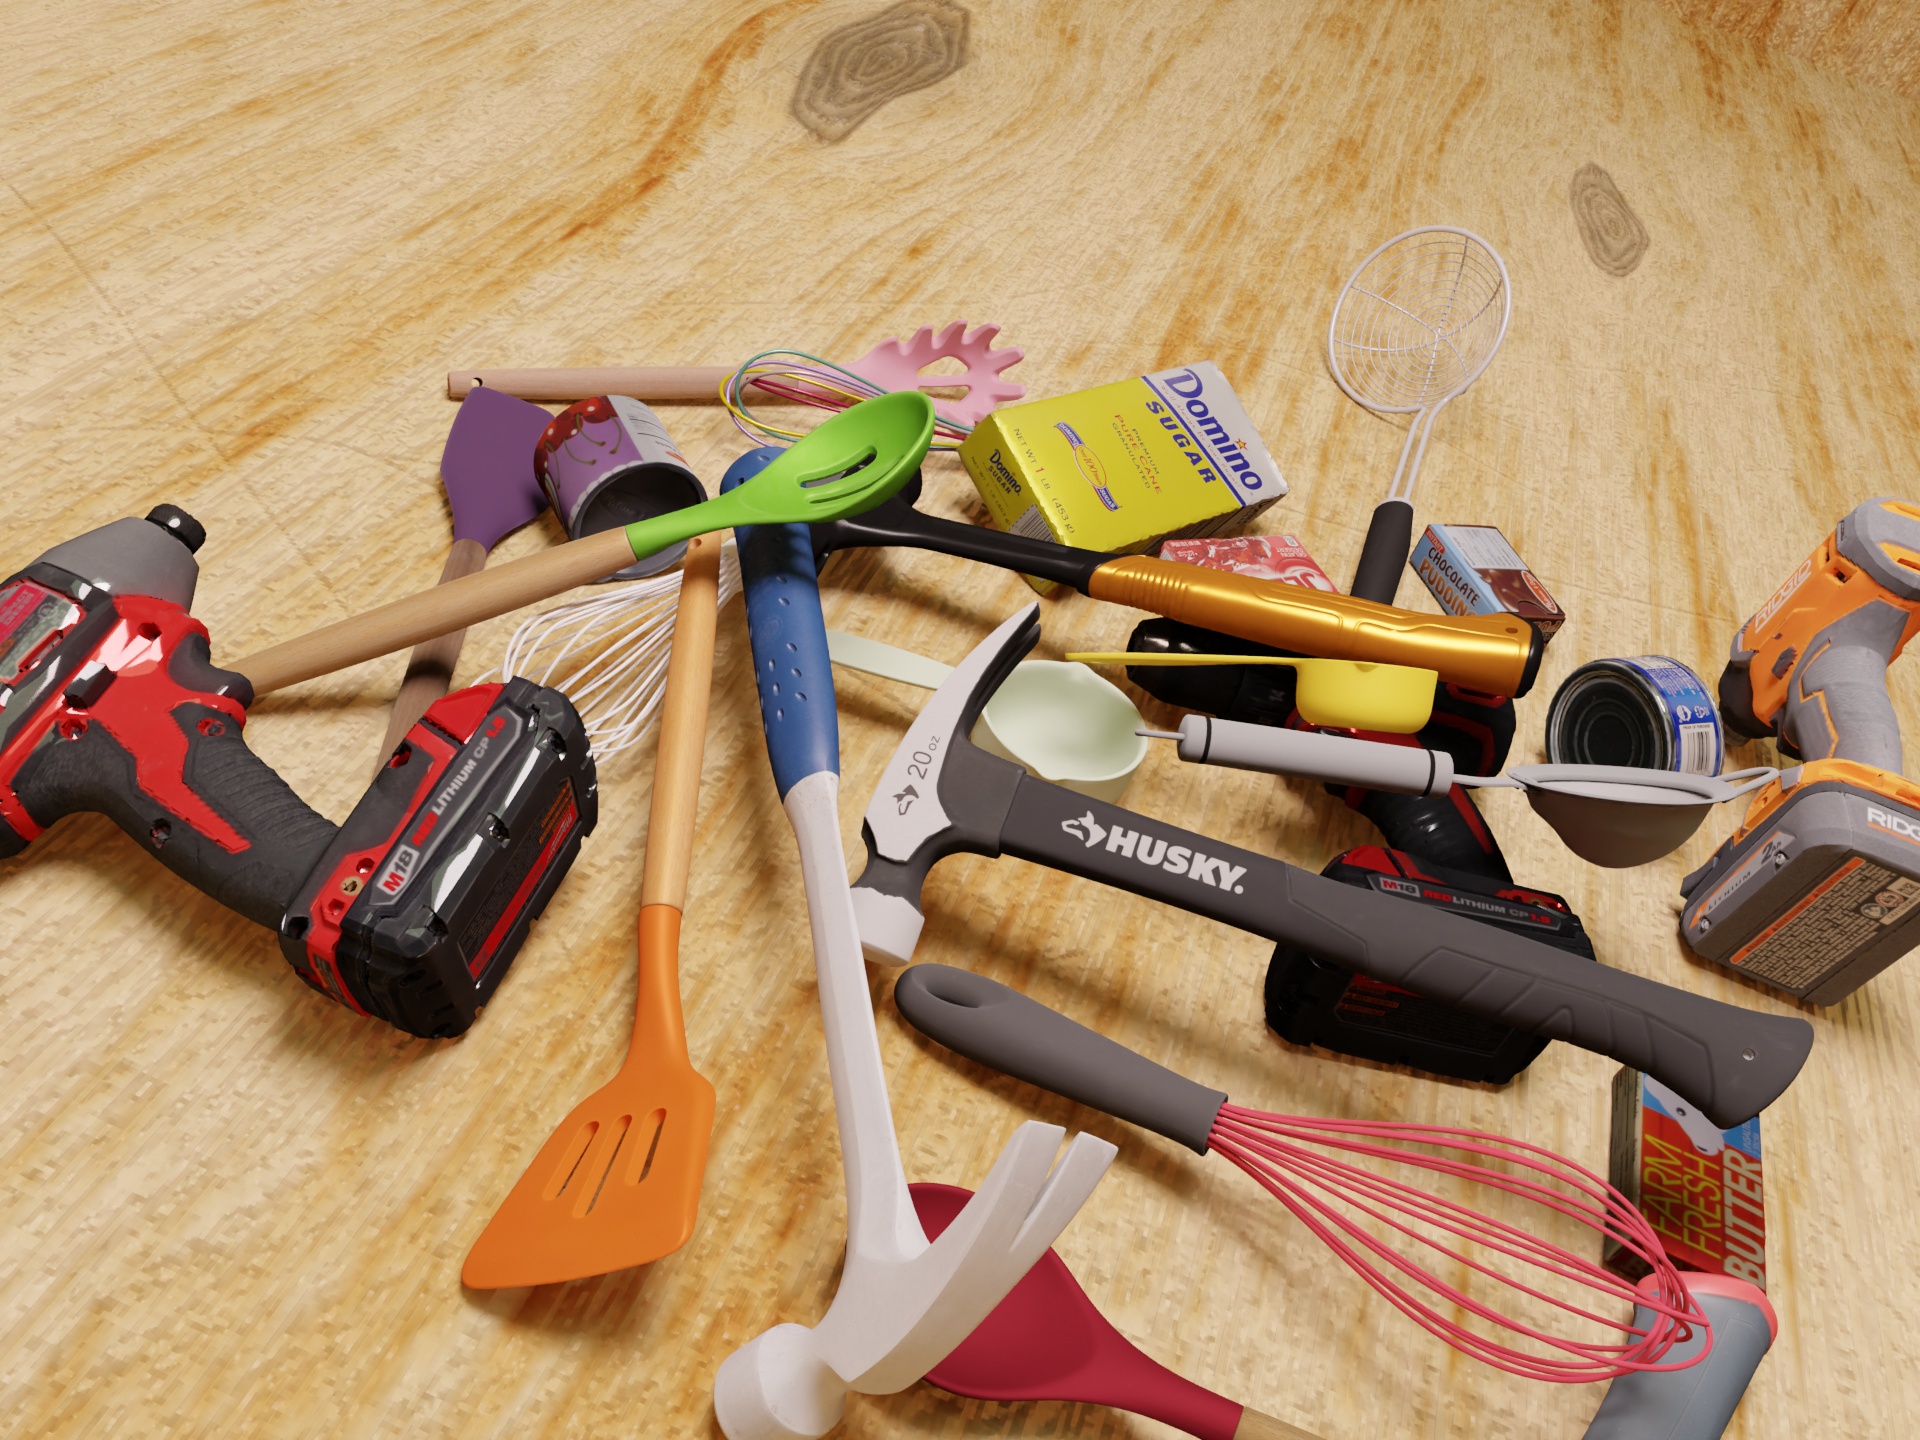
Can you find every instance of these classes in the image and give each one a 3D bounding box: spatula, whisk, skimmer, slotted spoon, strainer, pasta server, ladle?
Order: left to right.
[{"bbox_3d":[-0.219,-0.058,0.702,0.059,0.018,0.316,19,39,-18],"label":"spatula"},{"bbox_3d":[-0.155,-0.062,0.631,0.314,0.031,0.070,-20,38,-3],"label":"slotted spoon"},{"bbox_3d":[-0.110,0.044,0.574,0.081,0.041,0.323,-15,52,18],"label":"spatula"},{"bbox_3d":[-0.117,-0.057,0.715,0.070,0.070,0.285,28,37,10],"label":"whisk"},{"bbox_3d":[-0.115,-0.186,0.869,0.316,0.060,0.040,-6,5,-23],"label":"pasta server"},{"bbox_3d":[-0.012,-0.160,0.871,0.245,0.051,0.047,7,17,-21],"label":"whisk"},{"bbox_3d":[0.107,0.149,0.552,0.296,0.073,0.073,21,39,20],"label":"whisk"},{"bbox_3d":[0.107,0.219,0.469,0.315,0.031,0.069,19,37,18],"label":"ladle"},{"bbox_3d":[0.259,-0.182,0.964,0.090,0.127,0.363,54,40,-24],"label":"skimmer"},{"bbox_3d":[0.196,0.025,0.636,0.258,0.050,0.087,8,7,-2],"label":"strainer"}]

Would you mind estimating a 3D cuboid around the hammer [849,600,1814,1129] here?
[{"bbox_3d":[0.131,0.065,0.575,0.335,0.035,0.146,18,73,11],"label":"hammer"}]

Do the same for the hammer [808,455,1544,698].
[{"bbox_3d":[0.092,-0.058,0.729,0.337,0.034,0.127,13,36,12],"label":"hammer"}]

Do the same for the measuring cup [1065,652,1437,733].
[{"bbox_3d":[0.121,-0.013,0.676,0.156,0.029,0.062,3,0,15],"label":"measuring cup"}]

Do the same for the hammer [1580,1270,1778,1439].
[{"bbox_3d":[0.159,0.290,0.445,0.386,0.038,0.143,-27,59,-40],"label":"hammer"}]

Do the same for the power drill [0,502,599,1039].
[{"bbox_3d":[-0.246,0.009,0.554,0.220,0.078,0.143,22,59,7],"label":"power drill"}]

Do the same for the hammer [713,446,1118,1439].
[{"bbox_3d":[-0.048,0.031,0.570,0.035,0.144,0.406,28,33,-35],"label":"hammer"}]

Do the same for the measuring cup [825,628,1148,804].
[{"bbox_3d":[-0.001,-0.002,0.709,0.167,0.038,0.083,18,41,2],"label":"measuring cup"}]

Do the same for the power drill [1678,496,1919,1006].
[{"bbox_3d":[0.412,0.019,0.770,0.084,0.164,0.227,23,53,5],"label":"power drill"}]

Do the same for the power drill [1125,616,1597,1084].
[{"bbox_3d":[0.167,0.036,0.703,0.188,0.080,0.227,13,38,-7],"label":"power drill"}]
